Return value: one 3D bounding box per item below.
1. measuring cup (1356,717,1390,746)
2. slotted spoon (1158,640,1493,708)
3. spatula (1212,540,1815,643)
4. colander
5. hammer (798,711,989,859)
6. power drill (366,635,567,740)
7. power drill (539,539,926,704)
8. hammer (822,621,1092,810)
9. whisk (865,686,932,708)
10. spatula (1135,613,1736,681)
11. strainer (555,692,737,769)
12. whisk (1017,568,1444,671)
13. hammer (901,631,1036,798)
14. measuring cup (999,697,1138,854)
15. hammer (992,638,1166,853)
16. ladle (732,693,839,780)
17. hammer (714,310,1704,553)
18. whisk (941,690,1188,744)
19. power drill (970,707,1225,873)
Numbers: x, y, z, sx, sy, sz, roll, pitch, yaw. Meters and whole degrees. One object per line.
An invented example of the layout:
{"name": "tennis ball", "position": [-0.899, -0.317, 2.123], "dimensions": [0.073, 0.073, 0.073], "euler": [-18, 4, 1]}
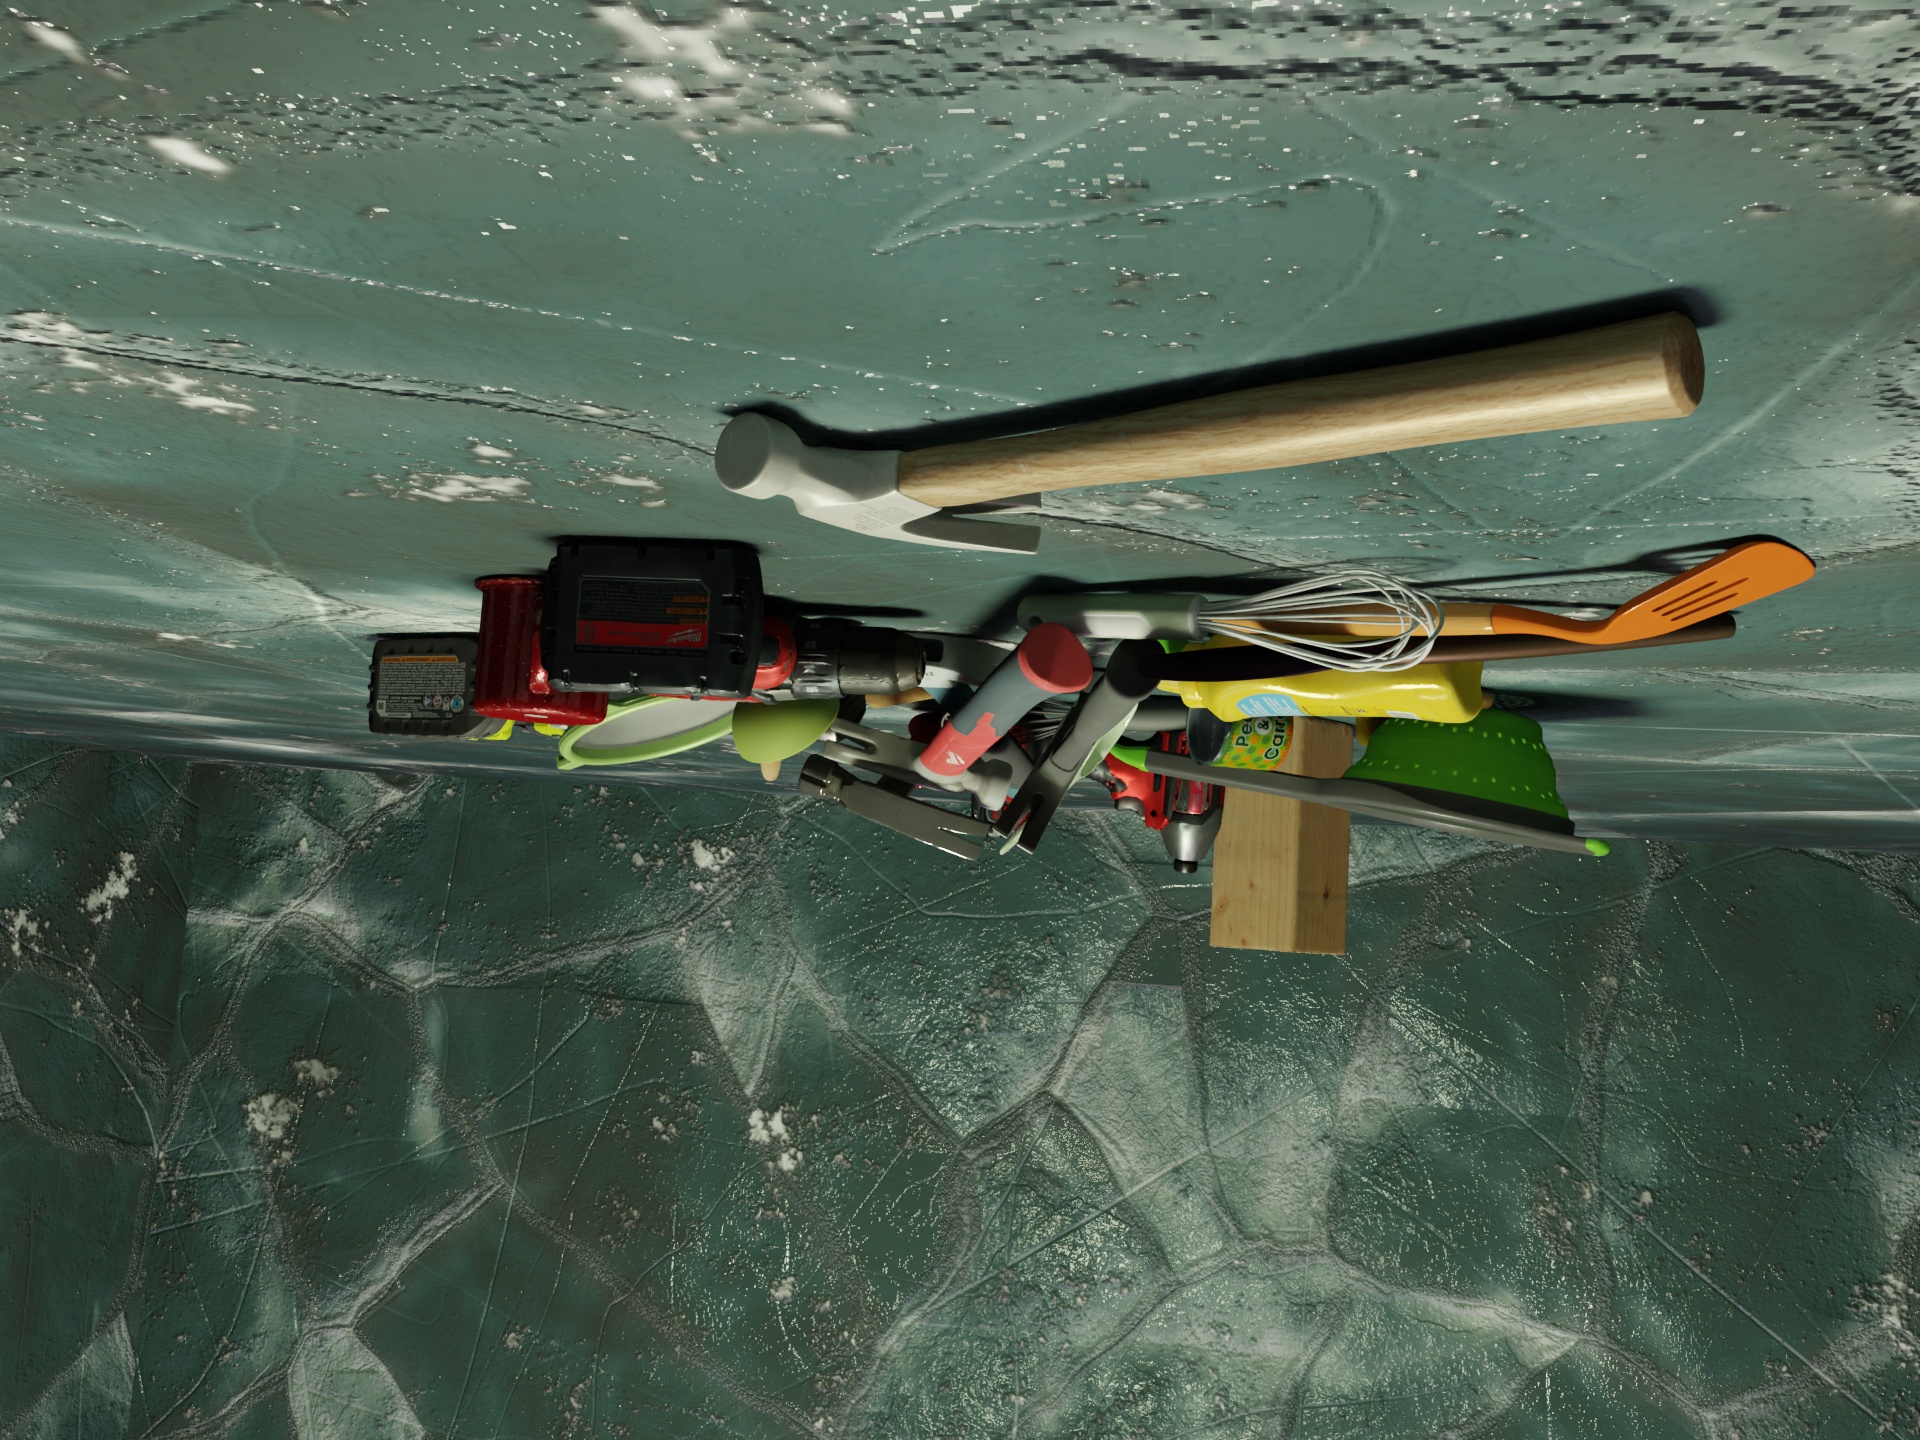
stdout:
{"name": "measuring cup", "position": [0.318, 0.006, 1.332], "dimensions": [0.156, 0.029, 0.062], "euler": [4, 174, -20]}
{"name": "slotted spoon", "position": [0.252, -0.027, 1.096], "dimensions": [0.313, 0.031, 0.070], "euler": [5, 176, -29]}
{"name": "spatula", "position": [0.252, -0.061, 0.812], "dimensions": [0.323, 0.041, 0.081], "euler": [3, 176, 43]}
{"name": "colander", "position": [0.313, 0.024, 1.266], "dimensions": [0.397, 0.094, 0.204], "euler": [10, 177, 24]}
{"name": "hammer", "position": [-0.031, 0.041, 1.371], "dimensions": [0.149, 0.036, 0.359], "euler": [21, -170, 4]}
{"name": "power drill", "position": [-0.374, -0.018, 1.323], "dimensions": [0.171, 0.080, 0.223], "euler": [0, 176, 25]}
{"name": "power drill", "position": [-0.127, -0.045, 0.931], "dimensions": [0.188, 0.080, 0.226], "euler": [3, 177, 8]}
{"name": "hammer", "position": [-0.002, -0.003, 1.038], "dimensions": [0.143, 0.038, 0.386], "euler": [17, 166, -6]}
{"name": "whisk", "position": [-0.086, -0.016, 1.325], "dimensions": [0.047, 0.051, 0.245], "euler": [15, 165, -37]}
{"name": "spatula", "position": [0.253, -0.038, 0.850], "dimensions": [0.316, 0.018, 0.060], "euler": [-4, -162, 2]}
{"name": "strainer", "position": [-0.179, -0.033, 1.188], "dimensions": [0.256, 0.069, 0.151], "euler": [-13, 167, -26]}
{"name": "whisk", "position": [0.133, -0.053, 0.839], "dimensions": [0.246, 0.059, 0.057], "euler": [4, 137, 36]}
{"name": "hammer", "position": [0.014, 0.004, 1.216], "dimensions": [0.128, 0.033, 0.330], "euler": [2, 162, 17]}
{"name": "measuring cup", "position": [0.074, 0.035, 1.242], "dimensions": [0.038, 0.167, 0.083], "euler": [39, 160, 14]}
{"name": "hammer", "position": [0.084, 0.005, 1.038], "dimensions": [0.035, 0.146, 0.334], "euler": [32, 170, 2]}
{"name": "ladle", "position": [-0.135, 0.022, 1.200], "dimensions": [0.078, 0.062, 0.320], "euler": [-38, 175, -13]}
{"name": "hammer", "position": [0.075, -0.095, 0.546], "dimensions": [0.331, 0.031, 0.130], "euler": [-2, 172, 38]}
{"name": "whisk", "position": [0.103, -0.001, 1.330], "dimensions": [0.239, 0.055, 0.055], "euler": [-1, 173, 3]}
{"name": "power drill", "position": [0.124, 0.057, 1.404], "dimensions": [0.219, 0.143, 0.078], "euler": [4, -169, 9]}
